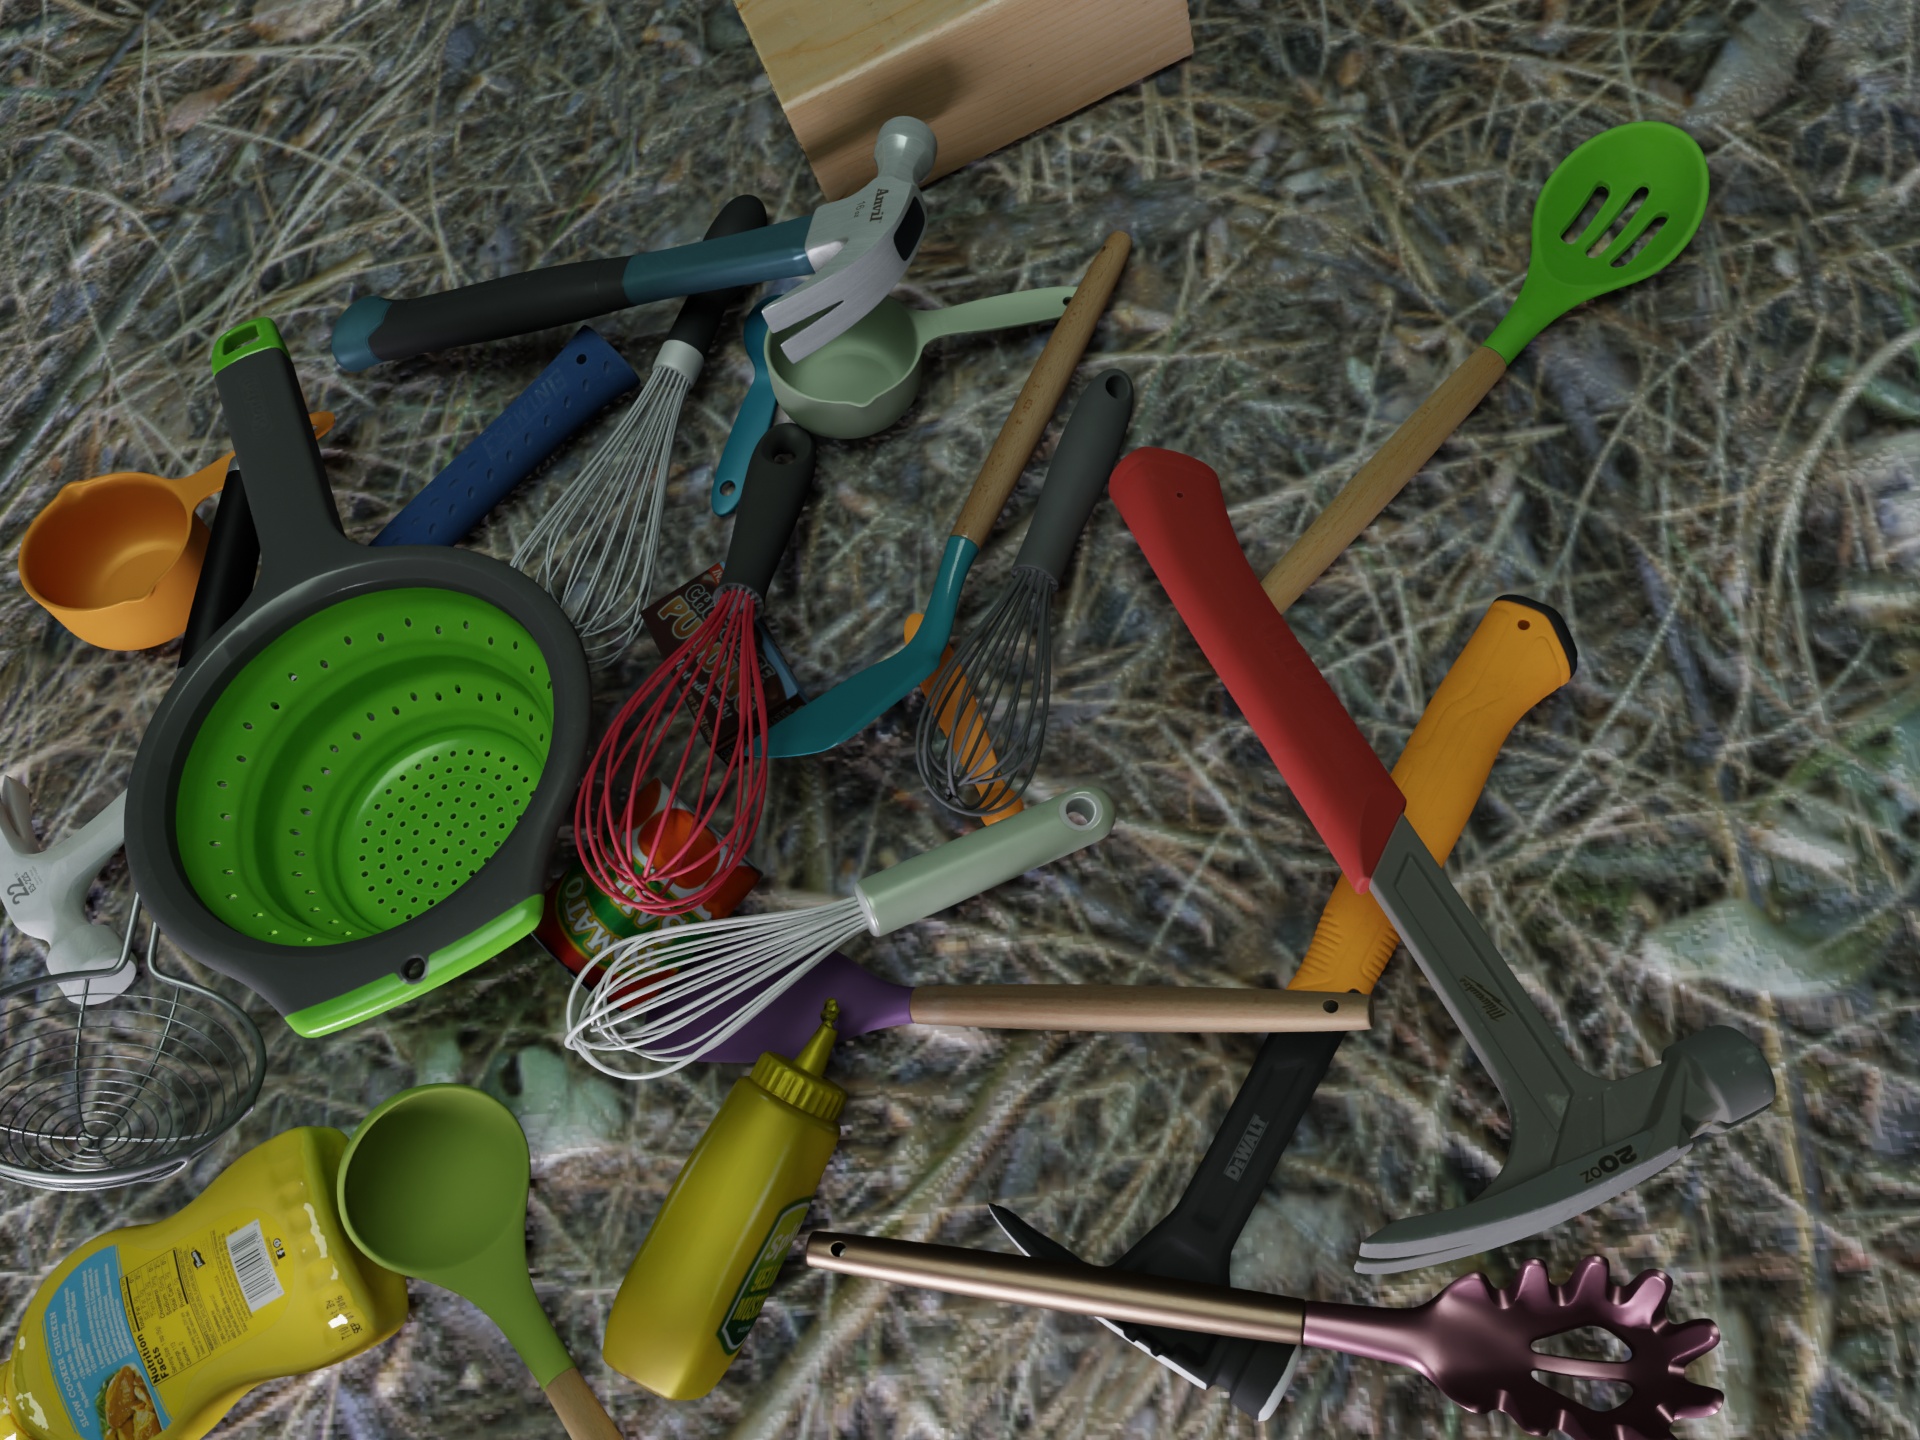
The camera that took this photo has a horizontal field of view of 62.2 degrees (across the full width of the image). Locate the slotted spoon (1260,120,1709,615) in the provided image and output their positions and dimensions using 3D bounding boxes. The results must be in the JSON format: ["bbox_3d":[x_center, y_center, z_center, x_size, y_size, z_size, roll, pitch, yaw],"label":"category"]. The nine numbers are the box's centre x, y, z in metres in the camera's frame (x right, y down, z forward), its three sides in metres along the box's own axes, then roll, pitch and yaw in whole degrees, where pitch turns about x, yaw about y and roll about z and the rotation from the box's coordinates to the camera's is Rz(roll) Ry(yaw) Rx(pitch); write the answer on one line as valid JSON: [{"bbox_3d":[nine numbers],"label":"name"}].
[{"bbox_3d":[0.219,-0.144,0.710,0.070,0.031,0.314,40,85,24],"label":"slotted spoon"}]

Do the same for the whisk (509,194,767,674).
[{"bbox_3d":[-0.153,-0.151,0.792,0.070,0.070,0.285,11,68,18],"label":"whisk"}]

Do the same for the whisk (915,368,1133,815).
[{"bbox_3d":[0.037,-0.063,0.709,0.055,0.055,0.239,13,65,18],"label":"whisk"}]

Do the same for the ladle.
[{"bbox_3d":[-0.144,0.278,0.622,0.078,0.062,0.320,-31,66,-24],"label":"ladle"}]

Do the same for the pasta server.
[{"bbox_3d":[0.094,0.207,0.562,0.316,0.040,0.060,3,59,15],"label":"pasta server"}]

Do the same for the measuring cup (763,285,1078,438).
[{"bbox_3d":[-0.013,-0.182,0.784,0.167,0.038,0.083,-14,60,-10],"label":"measuring cup"}]

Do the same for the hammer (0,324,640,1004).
[{"bbox_3d":[-0.326,-0.051,0.805,0.405,0.035,0.144,-45,66,-6],"label":"hammer"}]

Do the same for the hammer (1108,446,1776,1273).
[{"bbox_3d":[0.135,0.023,0.612,0.149,0.036,0.359,-21,54,-8],"label":"hammer"}]

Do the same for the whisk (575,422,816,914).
[{"bbox_3d":[-0.101,-0.038,0.690,0.073,0.073,0.296,-3,45,13],"label":"whisk"}]

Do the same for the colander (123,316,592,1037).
[{"bbox_3d":[-0.277,-0.031,0.737,0.204,0.094,0.398,-26,60,-3],"label":"colander"}]

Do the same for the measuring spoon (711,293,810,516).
[{"bbox_3d":[-0.104,-0.163,0.799,0.042,0.021,0.129,9,71,17],"label":"measuring spoon"}]

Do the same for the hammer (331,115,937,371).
[{"bbox_3d":[-0.174,-0.218,0.795,0.331,0.033,0.128,-5,55,21],"label":"hammer"}]

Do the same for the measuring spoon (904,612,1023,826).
[{"bbox_3d":[-0.001,-0.002,0.717,0.021,0.011,0.117,-26,65,3],"label":"measuring spoon"}]

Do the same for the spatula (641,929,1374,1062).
[{"bbox_3d":[0.006,0.113,0.643,0.316,0.018,0.060,-3,62,24],"label":"spatula"}]

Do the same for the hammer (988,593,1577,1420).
[{"bbox_3d":[0.146,0.090,0.633,0.127,0.034,0.337,28,78,21],"label":"hammer"}]

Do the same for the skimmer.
[{"bbox_3d":[-0.355,0.026,0.714,0.127,0.090,0.364,9,66,-17],"label":"skimmer"}]

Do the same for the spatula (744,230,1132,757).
[{"bbox_3d":[0.006,-0.108,0.724,0.082,0.044,0.318,-5,54,57],"label":"spatula"}]

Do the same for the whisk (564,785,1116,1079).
[{"bbox_3d":[-0.046,0.082,0.657,0.246,0.059,0.058,-22,71,-12],"label":"whisk"}]

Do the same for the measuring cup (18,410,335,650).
[{"bbox_3d":[-0.400,-0.103,0.840,0.173,0.052,0.095,-36,65,-18],"label":"measuring cup"}]
